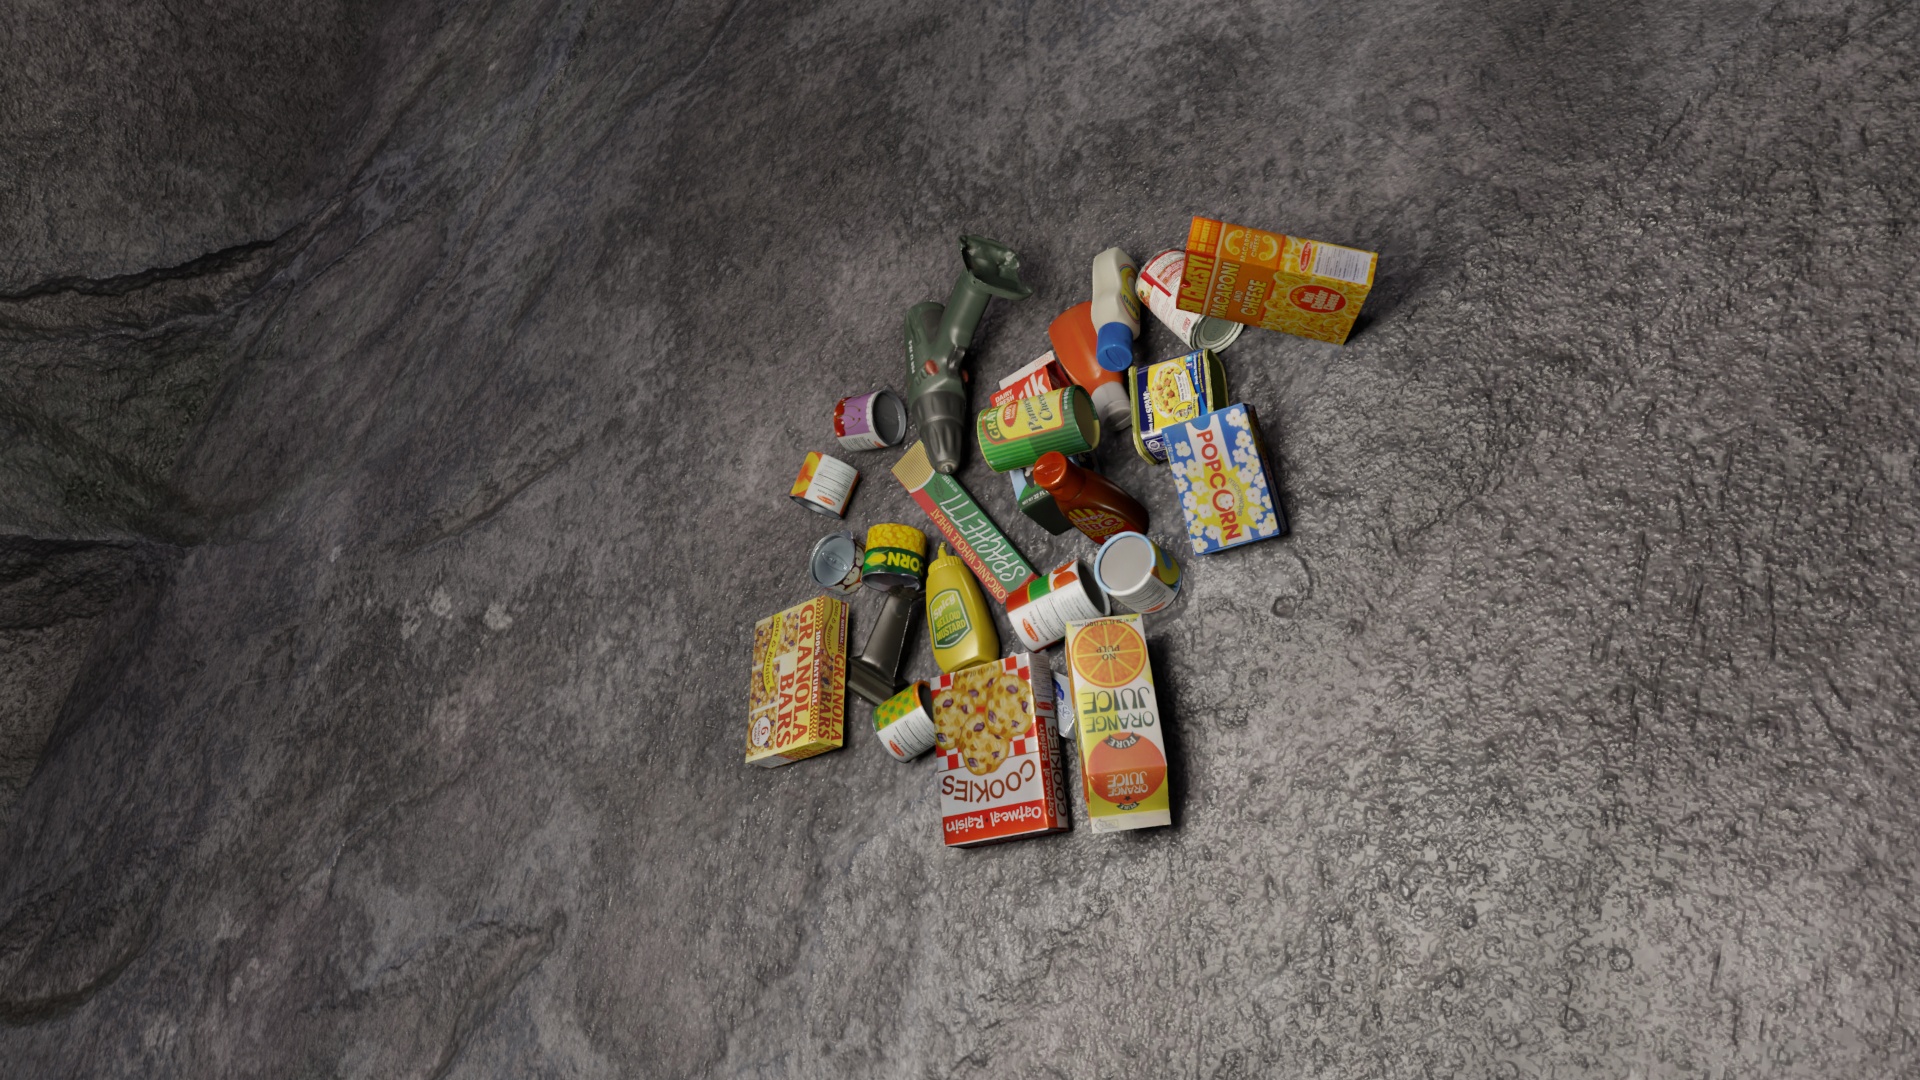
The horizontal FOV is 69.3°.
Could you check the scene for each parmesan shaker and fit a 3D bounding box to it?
[{"bbox_3d":[0.077,-0.112,1.363,0.103,0.071,0.071,-14,61,26],"label":"parmesan shaker"}]

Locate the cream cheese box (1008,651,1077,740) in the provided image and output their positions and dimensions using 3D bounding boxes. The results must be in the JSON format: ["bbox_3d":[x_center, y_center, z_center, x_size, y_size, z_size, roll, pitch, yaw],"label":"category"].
[{"bbox_3d":[0.081,0.152,1.359,0.104,0.024,0.053,22,82,40],"label":"cream cheese box"}]

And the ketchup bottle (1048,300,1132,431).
[{"bbox_3d":[0.143,-0.182,1.462,0.064,0.043,0.149,-32,54,19],"label":"ketchup bottle"}]

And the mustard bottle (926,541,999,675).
[{"bbox_3d":[-0.006,0.067,1.445,0.065,0.048,0.161,-31,54,22],"label":"mustard bottle"}]

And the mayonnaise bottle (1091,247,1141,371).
[{"bbox_3d":[0.162,-0.237,1.440,0.041,0.064,0.149,-22,41,29],"label":"mayonnaise bottle"}]

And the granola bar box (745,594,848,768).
[{"bbox_3d":[-0.178,0.156,1.518,0.124,0.039,0.166,-23,56,40],"label":"granola bar box"}]

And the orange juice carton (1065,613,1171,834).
[{"bbox_3d":[0.142,0.169,1.262,0.072,0.072,0.193,-6,62,0],"label":"orange juice carton"}]

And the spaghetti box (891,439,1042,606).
[{"bbox_3d":[0.005,-0.019,1.492,0.050,0.028,0.251,-47,50,9],"label":"spaghetti box"}]

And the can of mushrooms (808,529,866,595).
[{"bbox_3d":[-0.134,0.025,1.568,0.071,0.033,0.071,-16,60,30],"label":"can of mushrooms"}]

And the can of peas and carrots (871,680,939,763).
[{"bbox_3d":[-0.047,0.182,1.410,0.058,0.071,0.071,-33,53,18],"label":"can of peas and carrots"}]

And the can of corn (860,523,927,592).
[{"bbox_3d":[-0.070,0.019,1.502,0.071,0.071,0.058,-8,64,33],"label":"can of corn"}]

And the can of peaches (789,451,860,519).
[{"bbox_3d":[-0.158,-0.064,1.606,0.071,0.071,0.058,15,78,39],"label":"can of peaches"}]

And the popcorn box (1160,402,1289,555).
[{"bbox_3d":[0.247,-0.056,1.299,0.085,0.038,0.126,-17,86,30],"label":"popcorn box"}]

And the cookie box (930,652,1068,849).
[{"bbox_3d":[0.036,0.204,1.335,0.122,0.040,0.168,-19,68,34],"label":"cookie box"}]

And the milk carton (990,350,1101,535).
[{"bbox_3d":[0.088,-0.110,1.447,0.072,0.073,0.191,-29,54,22],"label":"milk carton"}]

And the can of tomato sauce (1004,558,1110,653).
[{"bbox_3d":[0.096,0.063,1.365,0.083,0.071,0.071,-29,55,21],"label":"can of tomato sauce"}]

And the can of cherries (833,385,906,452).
[{"bbox_3d":[-0.104,-0.140,1.604,0.058,0.071,0.072,-8,65,34],"label":"can of cherries"}]

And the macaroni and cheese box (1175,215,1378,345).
[{"bbox_3d":[0.288,-0.239,1.289,0.166,0.123,0.040,13,75,8],"label":"macaroni and cheese box"}]

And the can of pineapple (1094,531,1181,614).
[{"bbox_3d":[0.169,0.029,1.332,0.071,0.058,0.071,-16,60,30],"label":"can of pineapple"}]

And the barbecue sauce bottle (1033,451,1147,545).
[{"bbox_3d":[0.122,-0.040,1.340,0.065,0.148,0.044,-11,62,31],"label":"barbecue sauce bottle"}]
